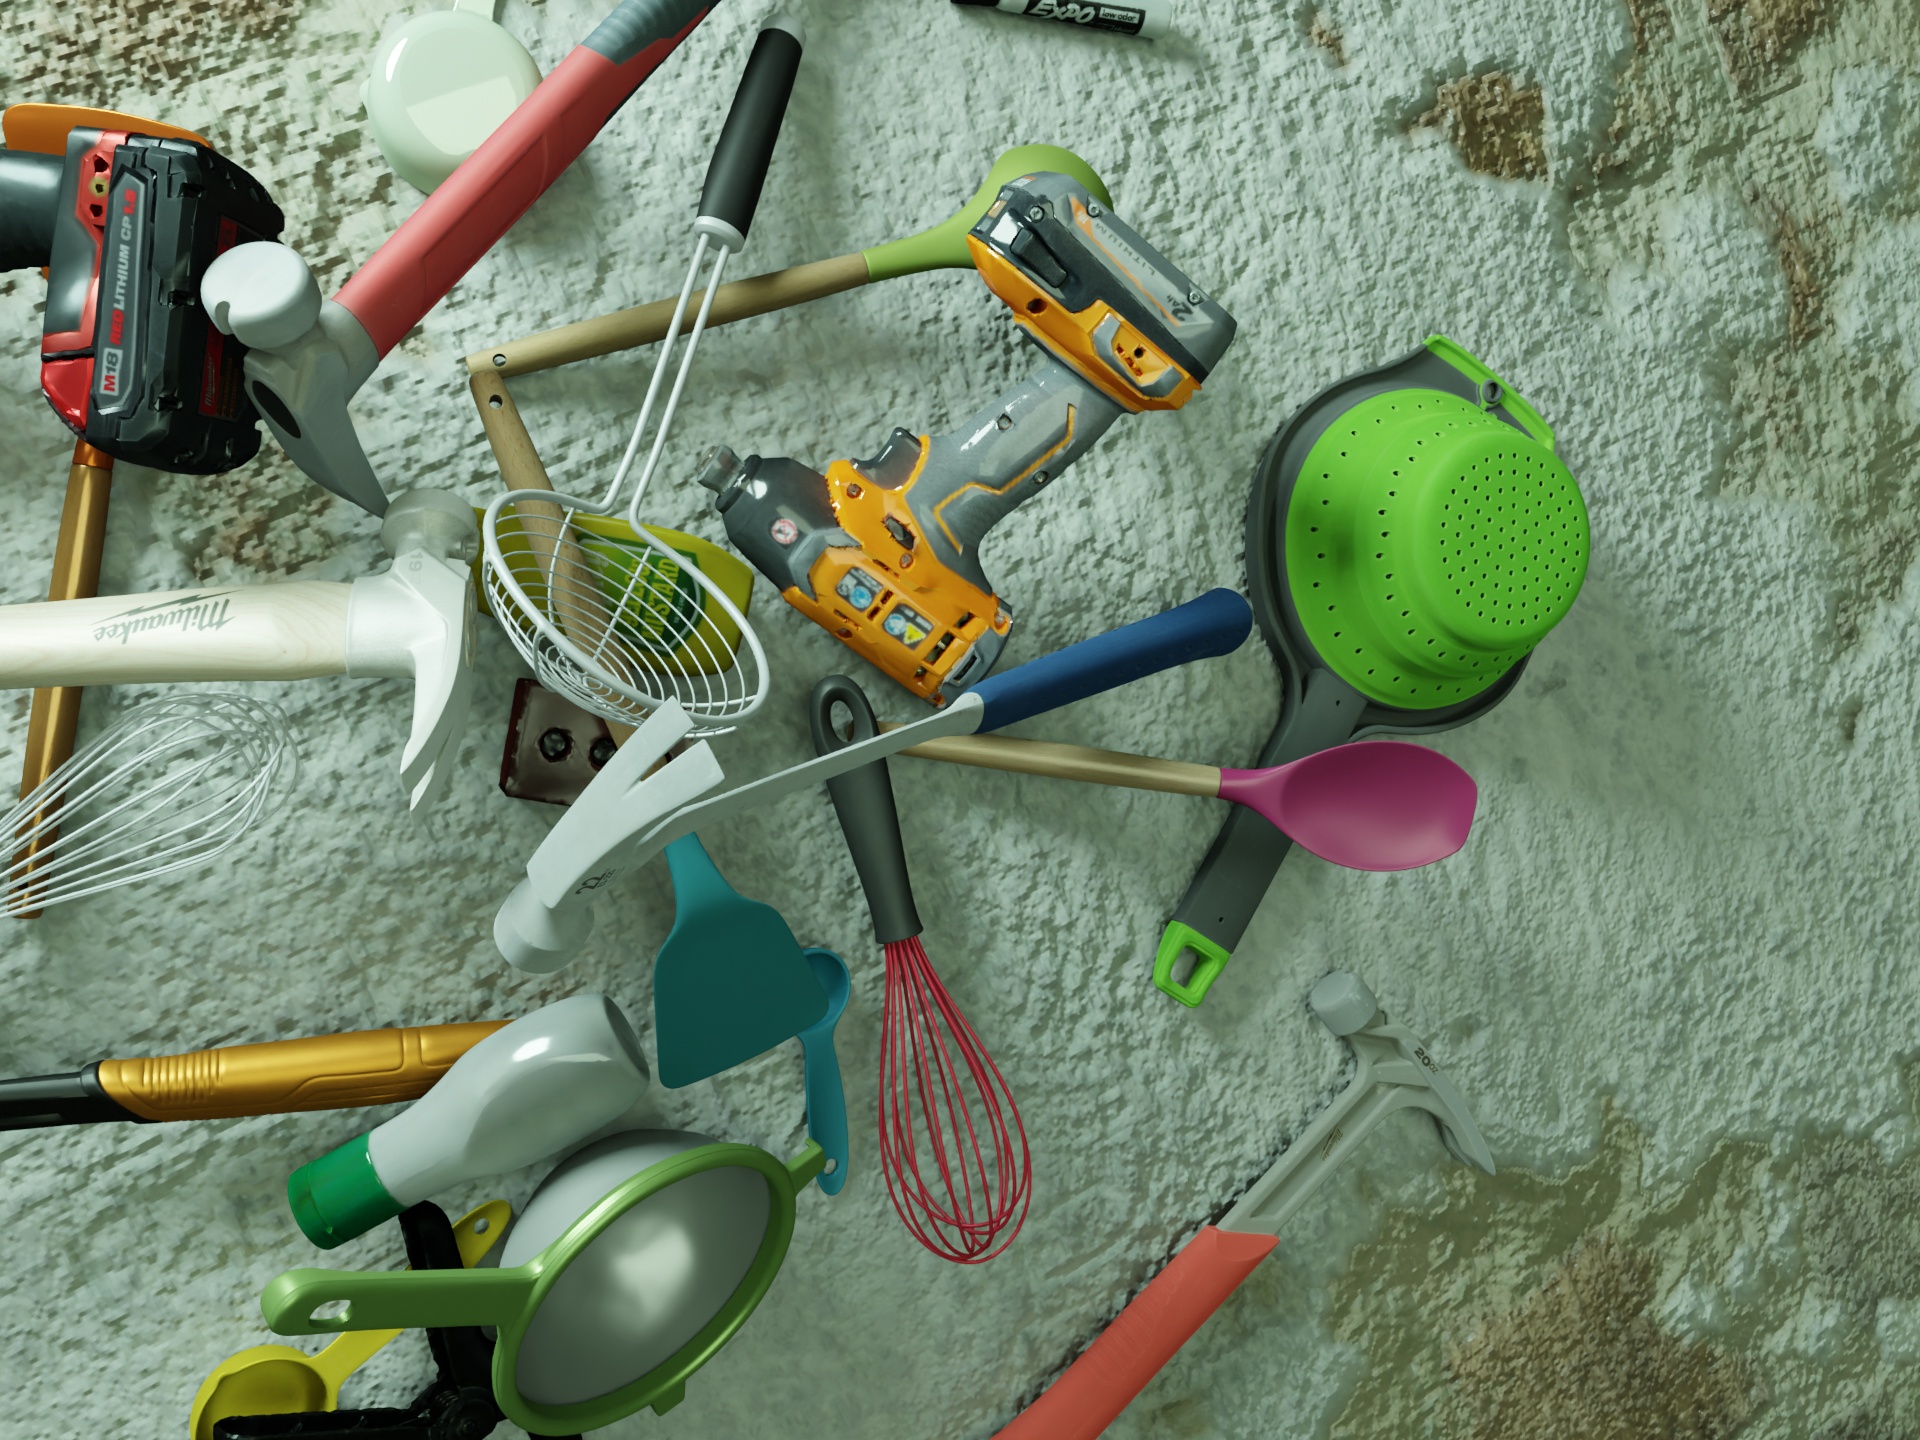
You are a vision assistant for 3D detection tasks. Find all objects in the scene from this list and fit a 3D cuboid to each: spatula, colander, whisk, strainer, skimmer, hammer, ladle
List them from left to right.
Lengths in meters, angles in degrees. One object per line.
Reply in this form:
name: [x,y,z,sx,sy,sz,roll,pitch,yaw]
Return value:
hammer: [-0.389,-0.017,0.575,0.410,0.038,0.146,-3,50,-9]
whisk: [-0.387,0.071,0.612,0.284,0.070,0.070,-30,102,-5]
spatula: [-0.358,-0.079,0.640,0.081,0.041,0.322,8,90,-6]
hammer: [-0.313,0.143,0.647,0.336,0.034,0.127,0,127,-25]
strainer: [-0.181,0.221,0.664,0.256,0.069,0.151,23,100,-52]
hammer: [-0.159,-0.257,0.685,0.038,0.143,0.386,28,66,12]
spatula: [-0.143,0.004,0.679,0.082,0.044,0.317,-23,96,-18]
skimmer: [-0.101,-0.163,0.661,0.127,0.090,0.363,27,65,-33]
ladle: [-0.073,-0.205,0.751,0.320,0.062,0.078,-18,100,-12]
whisk: [-0.025,0.122,0.761,0.073,0.073,0.296,-16,95,-19]
hammer: [-0.001,-0.002,0.688,0.405,0.144,0.035,-21,71,-42]
hammer: [0.129,0.304,0.840,0.359,0.037,0.149,-42,105,-15]
colander: [0.221,-0.023,0.832,0.204,0.094,0.397,33,80,-18]

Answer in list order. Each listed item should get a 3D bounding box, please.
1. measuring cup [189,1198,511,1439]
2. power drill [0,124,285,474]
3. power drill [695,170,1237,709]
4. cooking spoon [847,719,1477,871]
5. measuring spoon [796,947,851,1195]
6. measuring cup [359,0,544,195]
measuring cup: [-0.265,0.267,0.701,0.156,0.029,0.062,-41,111,-27]
power drill: [-0.384,-0.143,0.587,0.226,0.080,0.188,9,94,-1]
power drill: [-0.003,-0.135,0.725,0.164,0.084,0.226,35,102,-19]
cooking spoon: [0.102,0.027,0.789,0.319,0.017,0.068,8,104,-6]
measuring spoon: [-0.072,0.170,0.773,0.042,0.021,0.128,-13,106,-33]
measuring cup: [-0.210,-0.312,0.689,0.083,0.038,0.167,9,91,-21]
